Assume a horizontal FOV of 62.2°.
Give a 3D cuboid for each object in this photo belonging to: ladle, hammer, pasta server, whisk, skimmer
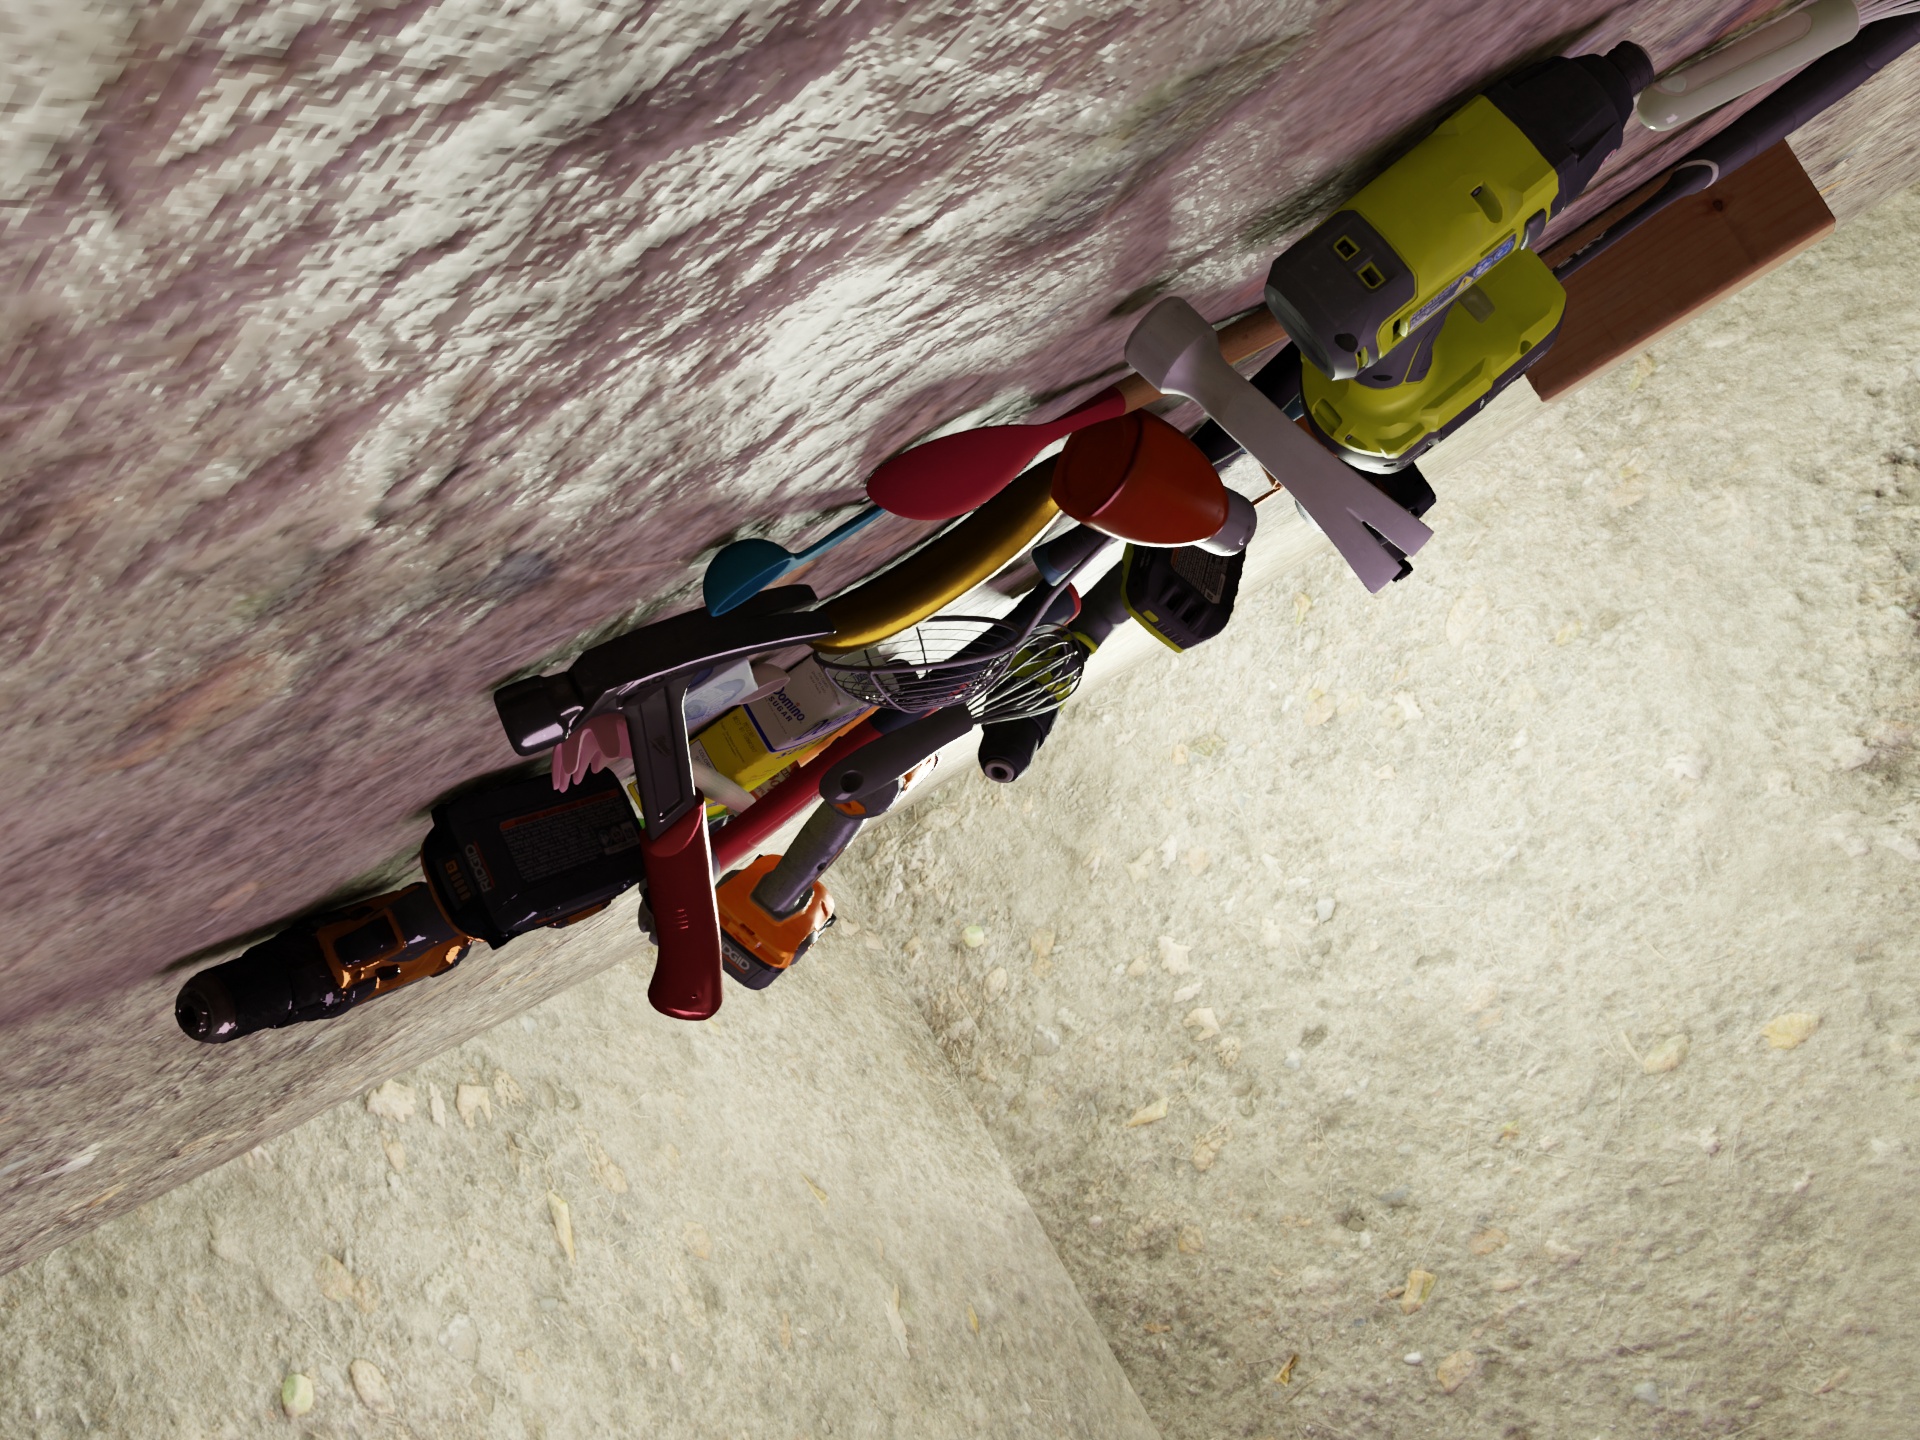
[{"bbox_3d":[0.091,-0.161,0.752,0.315,0.031,0.069,-30,174,-27],"label":"ladle"},{"bbox_3d":[0.428,-0.317,0.967,0.409,0.036,0.149,-35,-167,19],"label":"hammer"},{"bbox_3d":[-0.164,0.034,0.930,0.060,0.040,0.316,-19,167,4],"label":"pasta server"},{"bbox_3d":[-0.138,0.030,1.352,0.127,0.034,0.337,-24,173,-46],"label":"hammer"},{"bbox_3d":[-0.001,-0.004,1.007,0.239,0.055,0.055,-30,177,-40],"label":"whisk"},{"bbox_3d":[0.166,-0.170,1.000,0.331,0.033,0.128,-31,-175,39],"label":"hammer"},{"bbox_3d":[0.066,-0.127,0.920,0.363,0.090,0.127,-43,-175,20],"label":"skimmer"},{"bbox_3d":[-0.049,0.000,1.034,0.386,0.038,0.143,-38,166,-32],"label":"hammer"},{"bbox_3d":[-0.140,0.066,0.833,0.149,0.037,0.358,-20,150,-17],"label":"hammer"},{"bbox_3d":[0.179,-0.123,0.819,0.035,0.144,0.405,-47,170,14],"label":"hammer"},{"bbox_3d":[0.446,-0.355,0.793,0.246,0.058,0.059,-27,141,-4],"label":"whisk"}]

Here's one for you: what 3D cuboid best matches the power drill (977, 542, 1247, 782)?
[{"bbox_3d":[0.101,-0.062,1.198,0.228,0.080,0.191,-37,-157,42],"label":"power drill"}]

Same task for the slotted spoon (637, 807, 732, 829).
[{"bbox_3d":[-0.166,0.060,1.262,0.313,0.031,0.070,-19,-167,-28],"label":"slotted spoon"}]

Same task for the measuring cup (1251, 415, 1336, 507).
[{"bbox_3d":[0.222,-0.190,1.102,0.095,0.052,0.173,-28,177,-22],"label":"measuring cup"}]

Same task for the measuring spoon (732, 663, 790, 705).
[{"bbox_3d":[-0.158,-0.010,0.926,0.124,0.018,0.034,-20,172,-27],"label":"measuring spoon"}]

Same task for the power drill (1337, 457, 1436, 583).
[{"bbox_3d":[0.309,-0.176,1.242,0.078,0.143,0.219,-33,173,12],"label":"power drill"}]

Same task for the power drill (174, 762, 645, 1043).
[{"bbox_3d":[-0.308,0.110,0.889,0.226,0.084,0.185,-27,176,29],"label":"power drill"}]

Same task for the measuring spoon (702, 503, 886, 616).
[{"bbox_3d":[-0.069,-0.082,0.694,0.042,0.021,0.128,-35,-178,43],"label":"measuring spoon"}]

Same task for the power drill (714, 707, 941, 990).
[{"bbox_3d":[-0.096,0.084,1.205,0.226,0.084,0.164,-53,175,22],"label":"power drill"}]

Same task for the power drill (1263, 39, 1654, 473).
[{"bbox_3d":[0.225,-0.203,0.726,0.171,0.080,0.223,-38,168,6],"label":"power drill"}]
